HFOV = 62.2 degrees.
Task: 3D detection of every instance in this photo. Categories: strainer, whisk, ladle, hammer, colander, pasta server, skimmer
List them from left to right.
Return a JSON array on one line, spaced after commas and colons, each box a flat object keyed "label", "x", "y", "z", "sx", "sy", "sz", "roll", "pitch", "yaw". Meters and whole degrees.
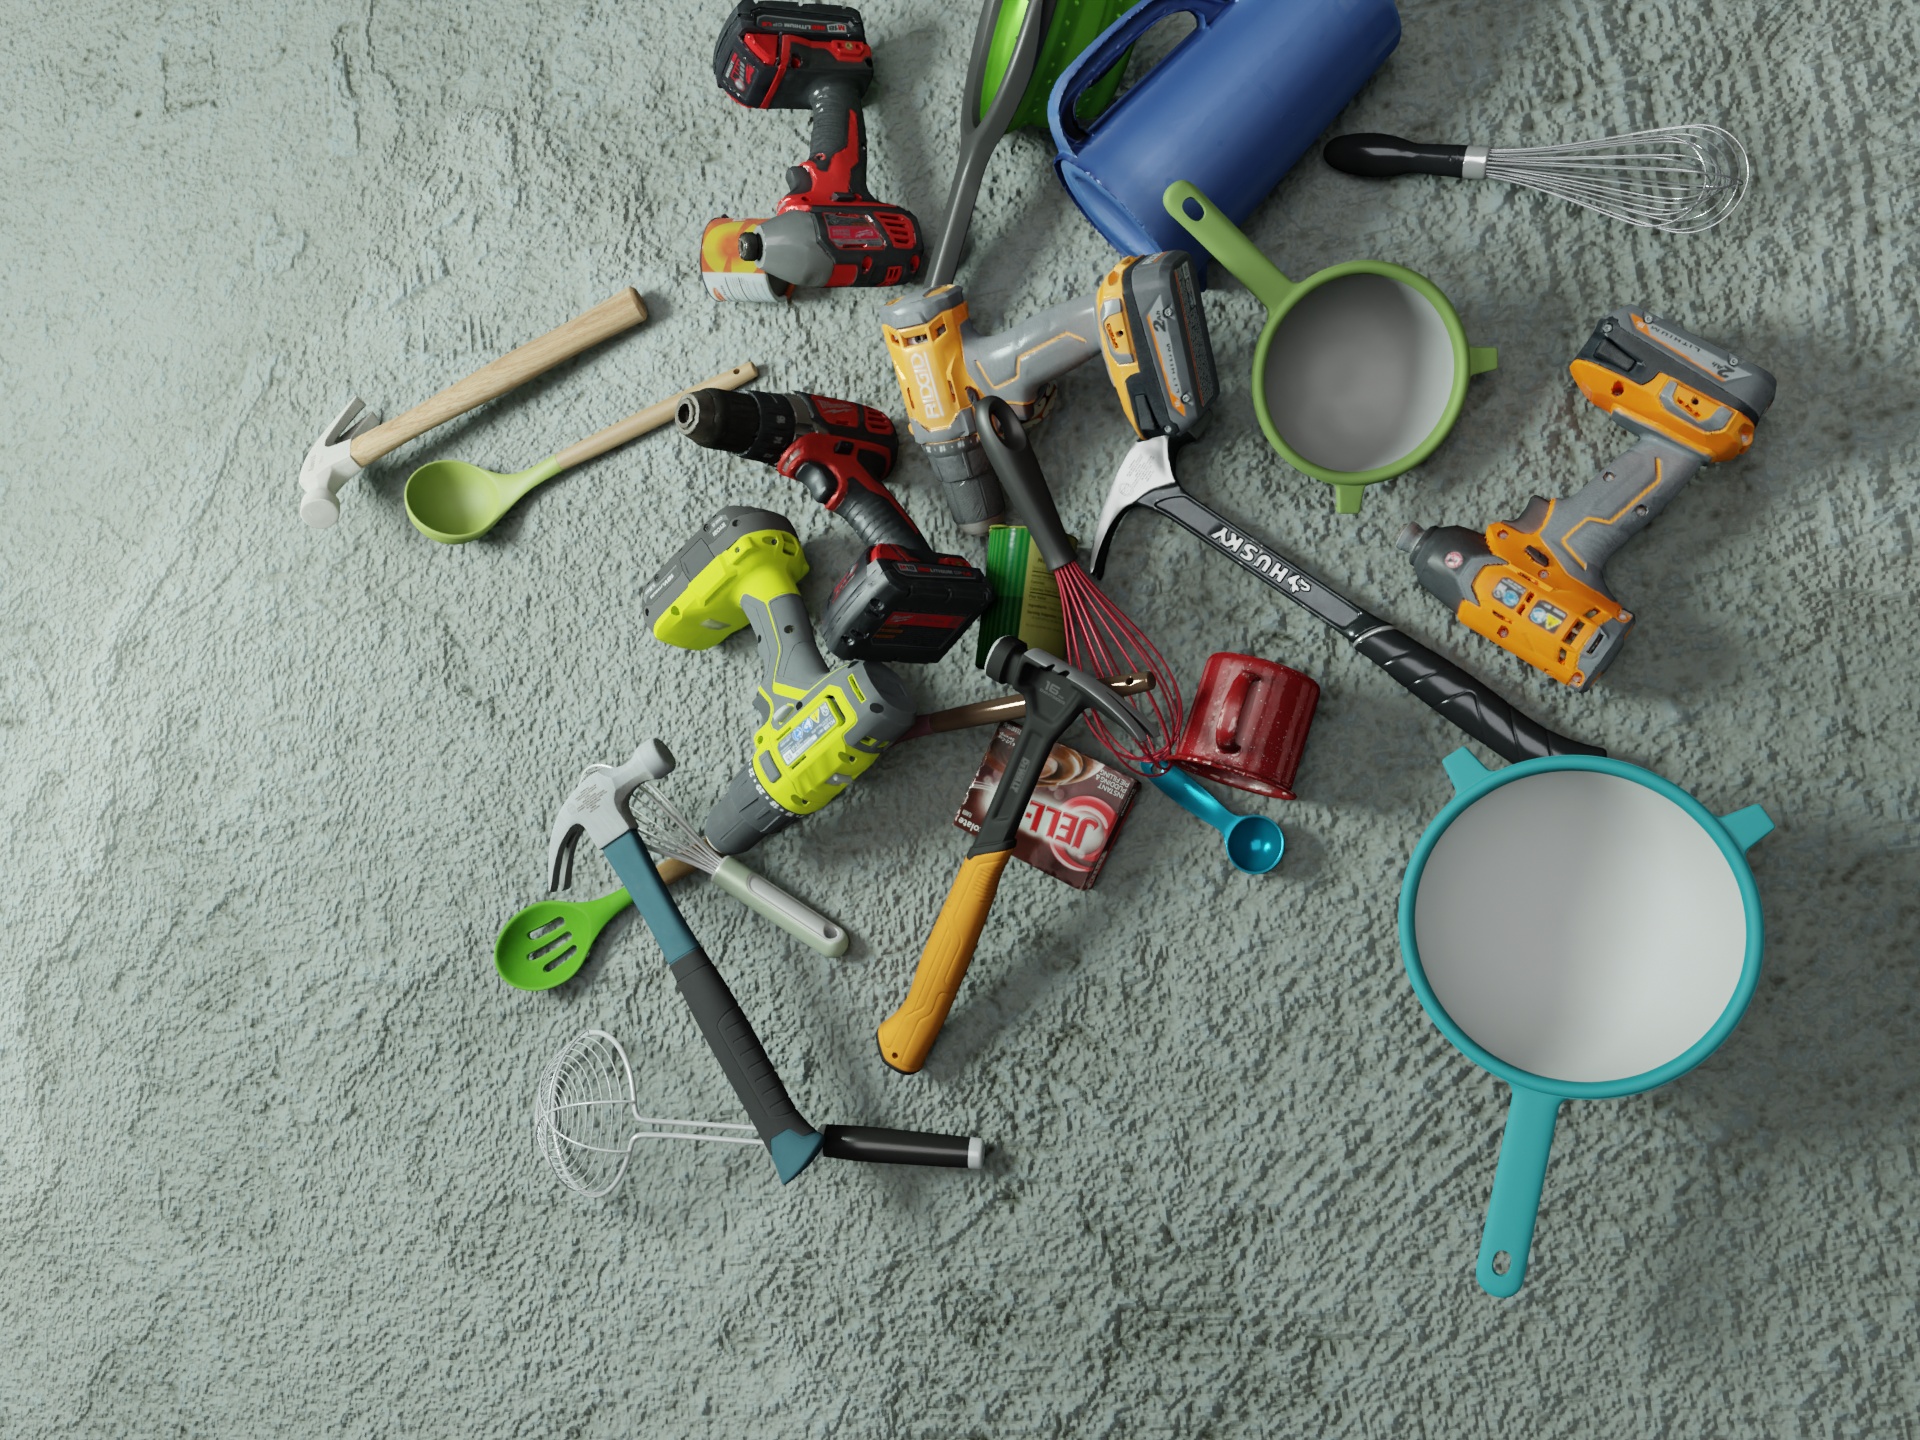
[{"label": "hammer", "x": -0.415, "y": -0.280, "z": 1.349, "sx": 0.331, "sy": 0.031, "sz": 0.130, "roll": -26, "pitch": 45, "yaw": 6}, {"label": "ladle", "x": -0.315, "y": -0.230, "z": 1.318, "sx": 0.320, "sy": 0.062, "sz": 0.078, "roll": -23, "pitch": 69, "yaw": 12}, {"label": "hammer", "x": -0.194, "y": 0.185, "z": 1.169, "sx": 0.128, "sy": 0.033, "sz": 0.331, "roll": -33, "pitch": 82, "yaw": 9}, {"label": "whisk", "x": -0.190, "y": 0.109, "z": 1.222, "sx": 0.246, "sy": 0.058, "sz": 0.059, "roll": 33, "pitch": 132, "yaw": 4}, {"label": "skimmer", "x": -0.158, "y": 0.311, "z": 1.217, "sx": 0.363, "sy": 0.090, "sz": 0.127, "roll": 2, "pitch": 84, "yaw": 8}, {"label": "pasta server", "x": -0.002, "y": -0.004, "z": 1.154, "sx": 0.316, "sy": 0.040, "sz": 0.060, "roll": -11, "pitch": 73, "yaw": 36}, {"label": "hammer", "x": 0.020, "y": 0.115, "z": 1.124, "sx": 0.127, "sy": 0.034, "sz": 0.336, "roll": 31, "pitch": 112, "yaw": 22}, {"label": "colander", "x": 0.052, "y": -0.438, "z": 1.199, "sx": 0.094, "sy": 0.205, "sz": 0.397, "roll": 13, "pitch": 106, "yaw": -14}, {"label": "whisk", "x": 0.081, "y": -0.093, "z": 1.123, "sx": 0.073, "sy": 0.073, "sz": 0.296, "roll": -25, "pitch": 97, "yaw": 14}, {"label": "strainer", "x": 0.232, "y": -0.276, "z": 1.099, "sx": 0.256, "sy": 0.069, "sz": 0.151, "roll": 41, "pitch": 99, "yaw": -10}, {"label": "hammer", "x": 0.270, "y": -0.066, "z": 1.115, "sx": 0.409, "sy": 0.036, "sz": 0.149, "roll": 38, "pitch": 97, "yaw": 18}, {"label": "whisk", "x": 0.392, "y": -0.386, "z": 1.104, "sx": 0.285, "sy": 0.070, "sz": 0.070, "roll": 14, "pitch": 88, "yaw": 24}, {"label": "strainer", "x": 0.381, "y": 0.193, "z": 1.019, "sx": 0.211, "sy": 0.095, "sz": 0.340, "roll": 12, "pitch": 90, "yaw": 22}]

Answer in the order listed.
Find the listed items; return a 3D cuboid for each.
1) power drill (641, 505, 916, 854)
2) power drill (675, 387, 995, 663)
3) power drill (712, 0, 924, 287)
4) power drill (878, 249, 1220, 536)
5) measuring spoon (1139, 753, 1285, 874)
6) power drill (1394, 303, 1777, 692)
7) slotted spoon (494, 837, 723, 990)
[{"label": "power drill", "x": -0.153, "y": -0.029, "z": 1.202, "sx": 0.190, "sy": 0.080, "sz": 0.229, "roll": -41, "pitch": 62, "yaw": 21}, {"label": "power drill", "x": -0.094, "y": -0.153, "z": 1.149, "sx": 0.080, "sy": 0.187, "sz": 0.227, "roll": -48, "pitch": 58, "yaw": 33}, {"label": "power drill", "x": -0.119, "y": -0.440, "z": 1.237, "sx": 0.143, "sy": 0.078, "sz": 0.220, "roll": -8, "pitch": 78, "yaw": -25}, {"label": "power drill", "x": 0.065, "y": -0.230, "z": 1.138, "sx": 0.226, "sy": 0.084, "sz": 0.185, "roll": -5, "pitch": 114, "yaw": 26}, {"label": "measuring spoon", "x": 0.181, "y": 0.064, "z": 1.142, "sx": 0.129, "sy": 0.021, "sz": 0.042, "roll": 39, "pitch": 99, "yaw": 27}, {"label": "power drill", "x": 0.408, "y": -0.154, "z": 1.057, "sx": 0.164, "sy": 0.084, "sz": 0.226, "roll": 35, "pitch": 99, "yaw": 19}, {"label": "slotted spoon", "x": -0.236, "y": 0.125, "z": 1.265, "sx": 0.314, "sy": 0.031, "sz": 0.070, "roll": -30, "pitch": 76, "yaw": 11}]
